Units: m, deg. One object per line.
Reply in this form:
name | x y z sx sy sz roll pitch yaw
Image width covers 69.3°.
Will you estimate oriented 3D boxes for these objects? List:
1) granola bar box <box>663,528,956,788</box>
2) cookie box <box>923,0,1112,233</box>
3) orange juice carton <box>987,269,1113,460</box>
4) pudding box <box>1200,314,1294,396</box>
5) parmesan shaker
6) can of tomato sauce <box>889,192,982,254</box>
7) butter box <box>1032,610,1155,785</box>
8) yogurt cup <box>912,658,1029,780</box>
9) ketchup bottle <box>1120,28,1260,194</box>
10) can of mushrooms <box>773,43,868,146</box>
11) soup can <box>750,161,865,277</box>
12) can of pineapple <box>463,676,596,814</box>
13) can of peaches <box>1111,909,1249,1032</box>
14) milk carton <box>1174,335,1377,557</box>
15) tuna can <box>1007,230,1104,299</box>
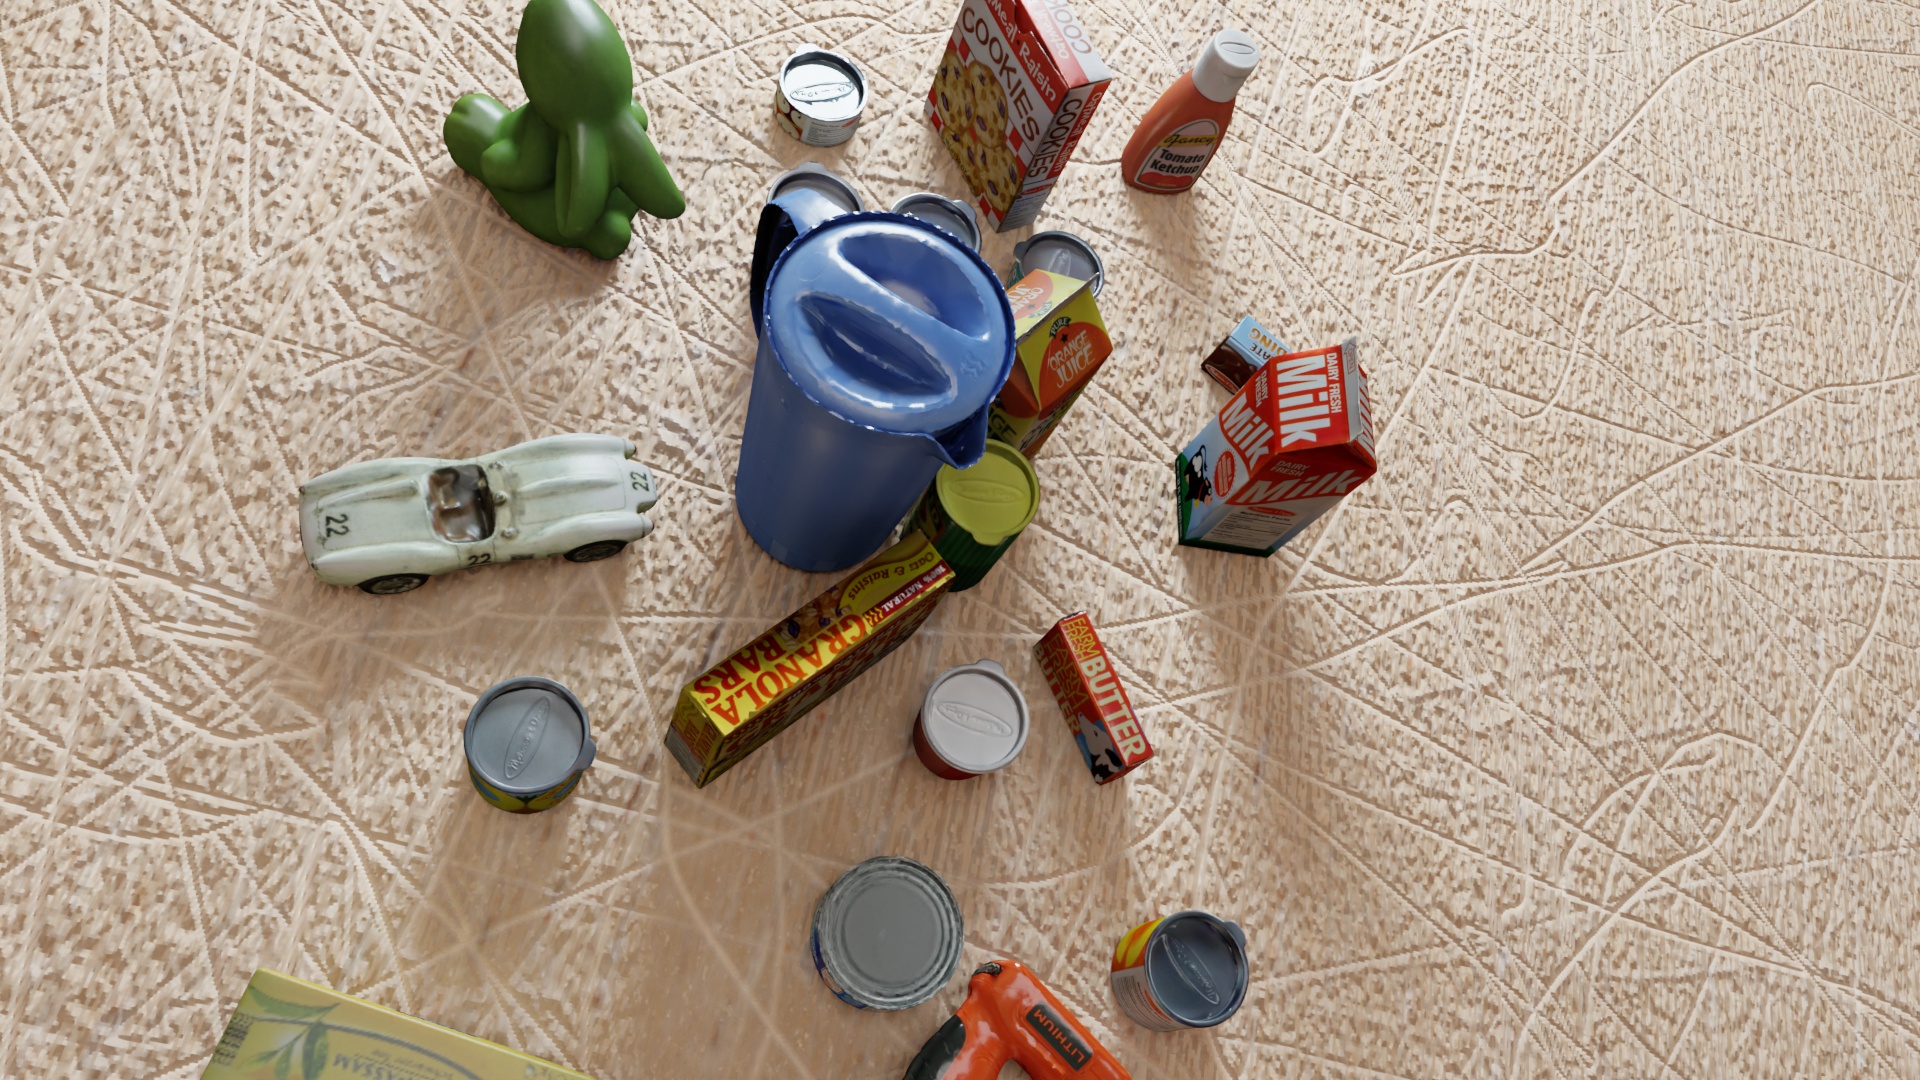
granola bar box | -0.089 0.071 0.809 0.166 0.123 0.039 -35 81 -26
cookie box | 0.036 -0.319 0.991 0.040 0.166 0.123 -22 76 -24
orange juice carton | 0.033 -0.102 0.882 0.073 0.191 0.072 47 63 6
pudding box | 0.226 -0.123 1.031 0.084 0.049 0.030 40 62 2
parmesan shaker | 0.003 -0.011 0.884 0.071 0.102 0.071 6 66 -14
can of tomato sauce | -0.028 -0.191 0.964 0.071 0.082 0.071 6 66 -14
butter box | 0.084 0.101 0.889 0.024 0.053 0.103 -18 74 -23
yogurt cup | 0.003 0.116 0.857 0.072 0.053 0.072 6 66 -14
ketchup bottle | 0.175 -0.321 1.046 0.065 0.148 0.044 2 68 -16
can of mushrooms | -0.105 -0.329 1.028 0.071 0.033 0.071 6 66 -14
soup can | -0.105 -0.204 0.945 0.071 0.083 0.071 6 66 -14
can of pineapple | -0.242 0.117 0.779 0.071 0.057 0.071 6 66 -14
can of peaches | 0.132 0.258 0.833 0.071 0.057 0.071 6 66 -14
milk carton | 0.214 -0.059 0.921 0.073 0.189 0.072 8 66 -14
tuna can | 0.067 -0.193 1.022 0.071 0.032 0.071 6 66 -14
